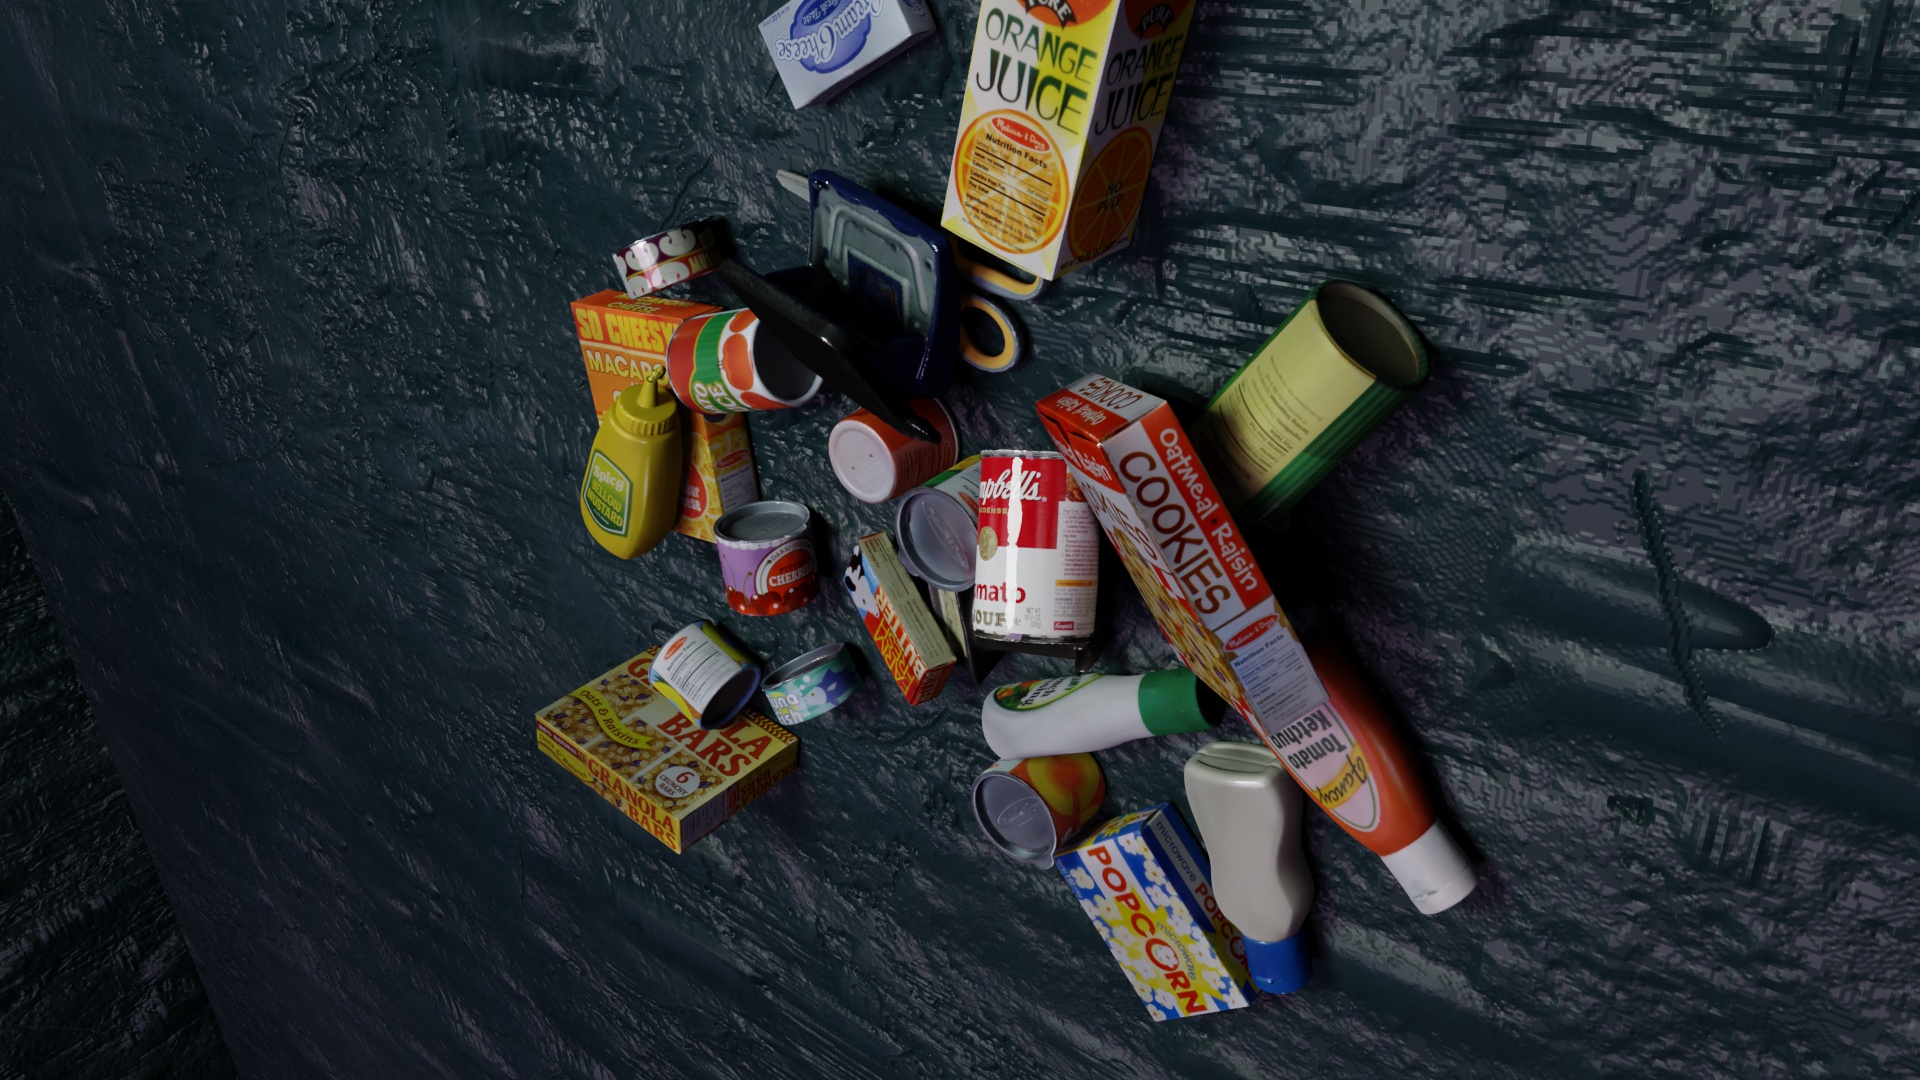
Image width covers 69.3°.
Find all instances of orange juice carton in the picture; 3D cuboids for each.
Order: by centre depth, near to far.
[{"bbox_3d":[0.054,-0.227,0.645,0.073,0.072,0.191,33,132,25],"label":"orange juice carton"}]

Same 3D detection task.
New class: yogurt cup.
[{"bbox_3d":[-0.043,-0.057,0.842,0.072,0.054,0.072,22,127,32],"label":"yogurt cup"}]

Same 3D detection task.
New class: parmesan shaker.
[{"bbox_3d":[0.161,-0.061,0.645,0.071,0.071,0.102,49,136,10],"label":"parmesan shaker"}]

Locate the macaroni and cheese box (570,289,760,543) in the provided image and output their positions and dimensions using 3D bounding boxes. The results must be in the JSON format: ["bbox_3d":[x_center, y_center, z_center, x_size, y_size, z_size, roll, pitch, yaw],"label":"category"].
[{"bbox_3d":[-0.207,-0.089,0.985,0.124,0.040,0.165,14,122,37],"label":"macaroni and cheese box"}]

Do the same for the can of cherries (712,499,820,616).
[{"bbox_3d":[-0.130,0.012,0.952,0.071,0.072,0.058,15,122,36],"label":"can of cherries"}]

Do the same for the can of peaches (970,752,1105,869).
[{"bbox_3d":[0.051,0.163,0.878,0.071,0.058,0.071,21,125,32],"label":"can of peaches"}]

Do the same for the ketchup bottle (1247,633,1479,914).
[{"bbox_3d":[0.209,0.122,0.721,0.149,0.044,0.064,53,137,5],"label":"ketchup bottle"}]

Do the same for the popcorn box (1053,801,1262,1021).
[{"bbox_3d":[0.125,0.231,0.862,0.085,0.038,0.126,-33,89,47],"label":"popcorn box"}]

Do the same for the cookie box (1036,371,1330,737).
[{"bbox_3d":[0.104,0.002,0.683,0.167,0.040,0.123,58,178,-16],"label":"cookie box"}]

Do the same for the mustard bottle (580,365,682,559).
[{"bbox_3d":[-0.221,-0.058,0.947,0.065,0.049,0.159,39,135,17],"label":"mustard bottle"}]

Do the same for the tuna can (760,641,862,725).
[{"bbox_3d":[-0.106,0.102,0.977,0.071,0.071,0.032,-16,103,46],"label":"tuna can"}]

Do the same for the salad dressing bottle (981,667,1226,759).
[{"bbox_3d":[0.083,0.100,0.815,0.147,0.064,0.044,-13,98,37],"label":"salad dressing bottle"}]

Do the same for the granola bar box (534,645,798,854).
[{"bbox_3d":[-0.228,0.158,1.082,0.166,0.125,0.038,28,130,29],"label":"granola bar box"}]

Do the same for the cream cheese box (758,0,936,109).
[{"bbox_3d":[-0.062,-0.280,0.757,0.103,0.024,0.053,-14,104,46],"label":"cream cheese box"}]

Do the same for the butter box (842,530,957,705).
[{"bbox_3d":[-0.041,0.050,0.897,0.104,0.024,0.052,60,152,22],"label":"butter box"}]

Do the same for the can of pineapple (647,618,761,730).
[{"bbox_3d":[-0.195,0.103,1.065,0.058,0.071,0.070,39,134,19],"label":"can of pineapple"}]

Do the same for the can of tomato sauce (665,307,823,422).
[{"bbox_3d":[-0.136,-0.113,0.886,0.083,0.071,0.071,0,113,42],"label":"can of tomato sauce"}]

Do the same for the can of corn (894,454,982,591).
[{"bbox_3d":[0.003,-0.010,0.824,0.071,0.058,0.070,21,126,33],"label":"can of corn"}]

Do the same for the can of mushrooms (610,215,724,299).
[{"bbox_3d":[-0.186,-0.182,0.896,0.071,0.071,0.033,-9,106,45],"label":"can of mushrooms"}]

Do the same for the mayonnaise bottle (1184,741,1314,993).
[{"bbox_3d":[0.172,0.189,0.796,0.064,0.041,0.147,3,116,43],"label":"mayonnaise bottle"}]
